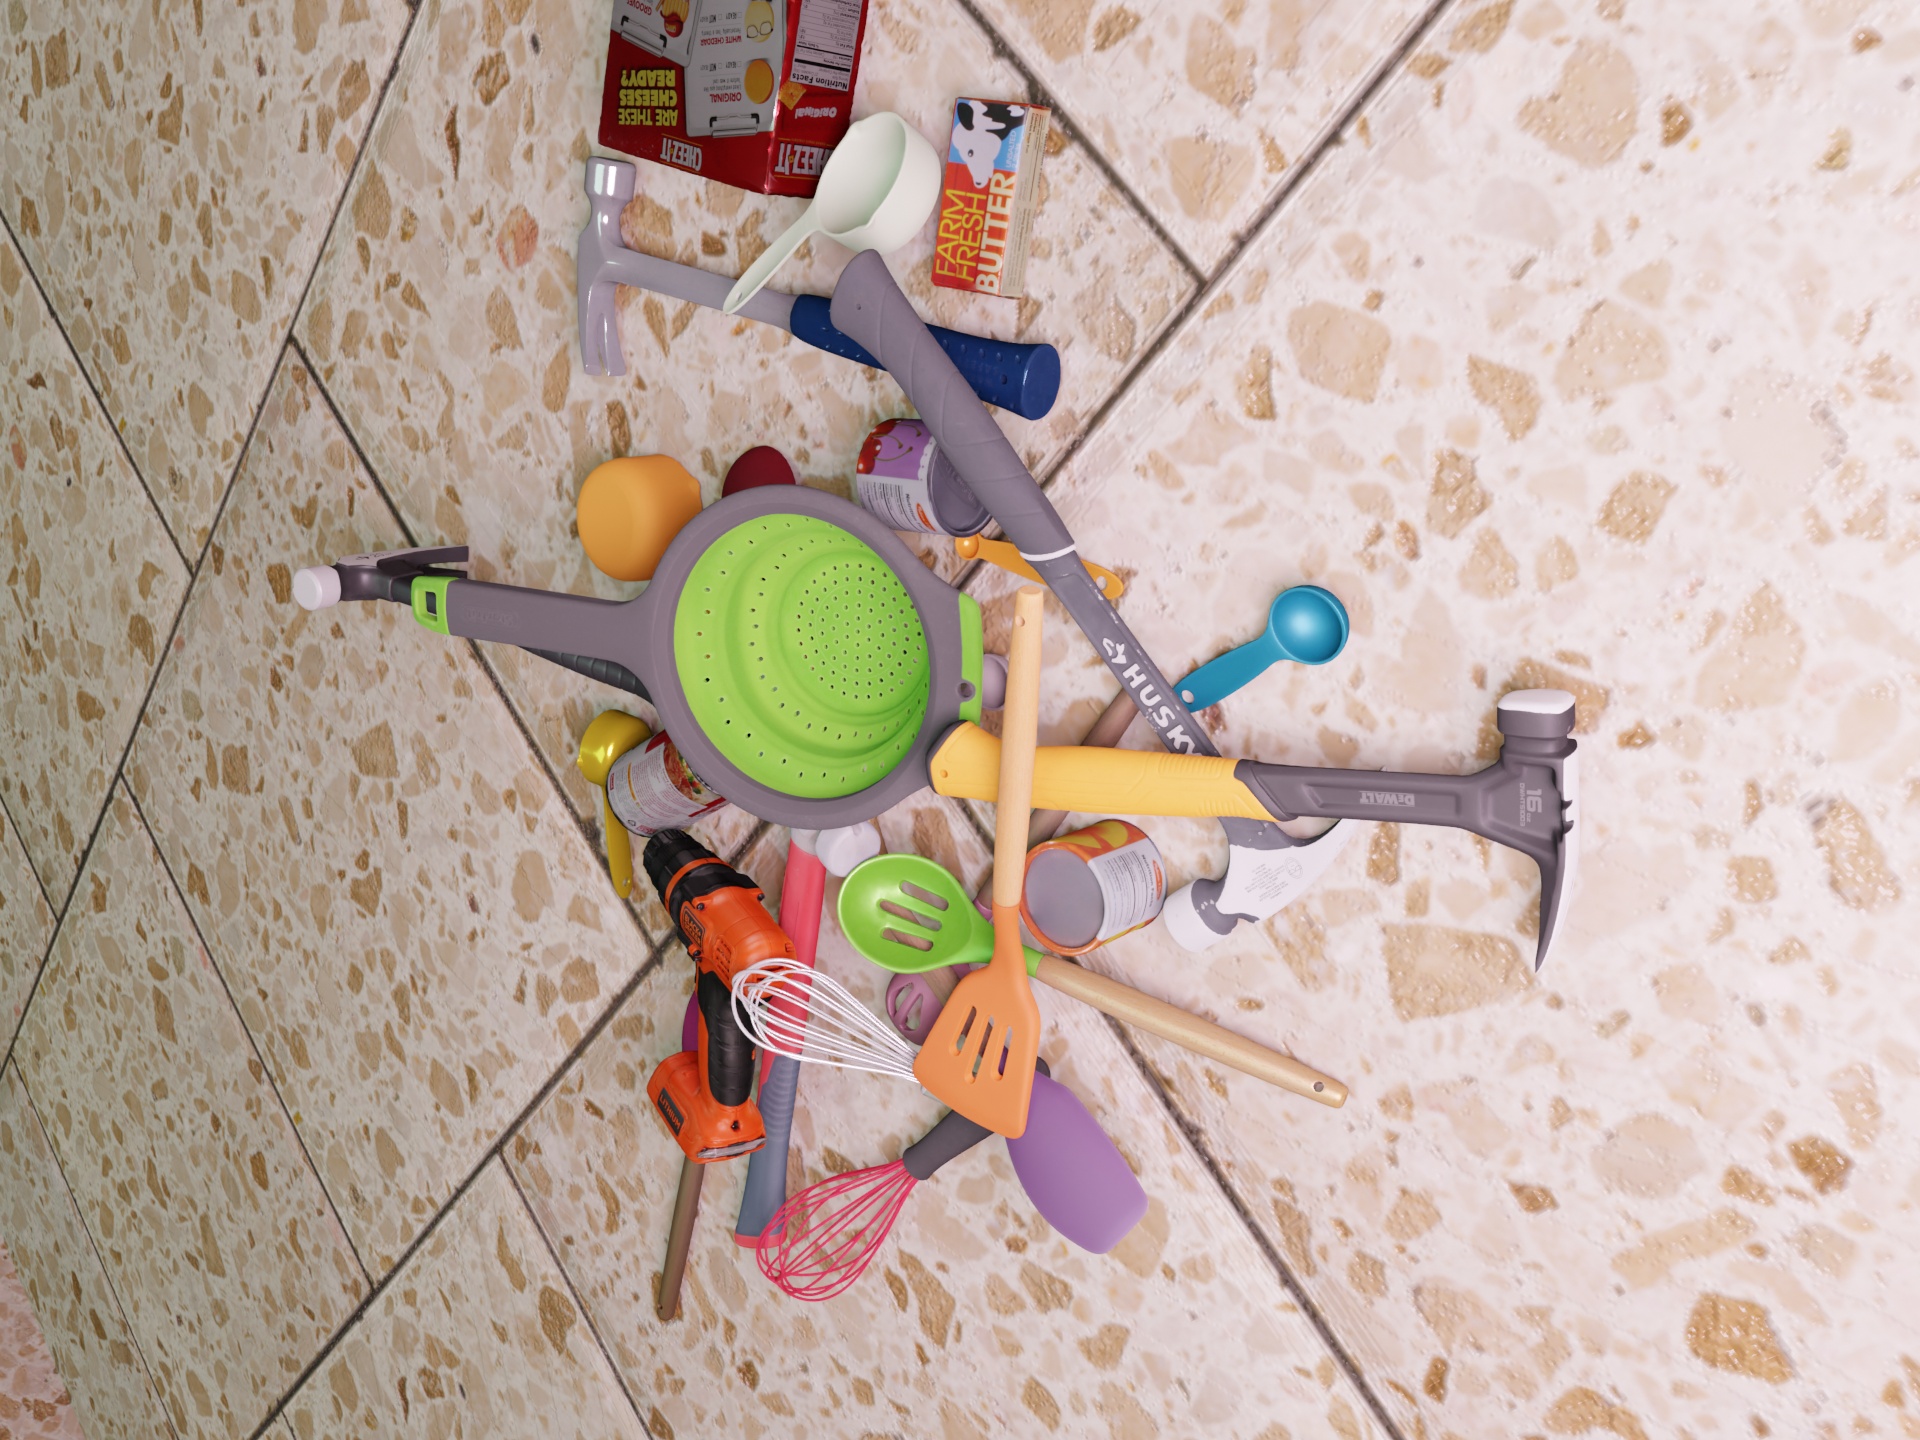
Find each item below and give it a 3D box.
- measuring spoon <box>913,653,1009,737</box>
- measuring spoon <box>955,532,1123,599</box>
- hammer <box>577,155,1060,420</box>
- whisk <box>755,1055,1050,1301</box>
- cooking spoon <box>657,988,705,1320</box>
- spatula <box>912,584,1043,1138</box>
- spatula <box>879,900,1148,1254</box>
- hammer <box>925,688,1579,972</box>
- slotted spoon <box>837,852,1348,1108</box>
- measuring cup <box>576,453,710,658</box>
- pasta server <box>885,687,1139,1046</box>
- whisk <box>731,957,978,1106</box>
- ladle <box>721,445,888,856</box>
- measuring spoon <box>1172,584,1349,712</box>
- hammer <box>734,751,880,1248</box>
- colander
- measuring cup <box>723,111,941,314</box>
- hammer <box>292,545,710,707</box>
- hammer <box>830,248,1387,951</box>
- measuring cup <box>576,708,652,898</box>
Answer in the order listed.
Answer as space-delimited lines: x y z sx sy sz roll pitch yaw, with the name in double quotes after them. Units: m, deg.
-0.002 -0.003 0.971 0.124 0.018 0.034 -41 73 45 "measuring spoon"
0.045 -0.090 0.913 0.117 0.011 0.021 21 112 32 "measuring spoon"
-0.108 -0.249 0.991 0.406 0.035 0.144 25 114 35 "hammer"
-0.039 0.299 1.039 0.295 0.073 0.073 -45 70 30 "whisk"
-0.200 0.330 1.205 0.069 0.017 0.318 29 116 34 "cooking spoon"
0.021 0.079 0.836 0.081 0.041 0.322 25 127 32 "spatula"
0.003 0.176 0.934 0.060 0.018 0.316 -48 53 13 "spatula"
0.130 0.041 0.793 0.337 0.034 0.127 4 108 31 "hammer"
0.068 0.151 0.901 0.314 0.031 0.070 20 82 25 "slotted spoon"
-0.210 -0.102 1.098 0.095 0.052 0.174 -32 76 40 "measuring cup"
0.034 0.088 0.951 0.060 0.040 0.316 46 121 24 "pasta server"
-0.025 0.207 0.947 0.246 0.058 0.059 25 142 -1 "whisk"
-0.095 -0.029 1.035 0.069 0.031 0.315 -21 87 39 "ladle"
0.154 -0.034 0.829 0.042 0.021 0.128 55 139 0 "measuring spoon"
-0.126 0.200 1.084 0.143 0.038 0.386 43 132 47 "hammer"
-0.157 -0.057 0.986 0.397 0.094 0.204 9 108 21 "colander"
-0.076 -0.282 0.929 0.167 0.038 0.083 -32 53 35 "measuring cup"
-0.320 -0.067 1.174 0.335 0.146 0.035 20 112 24 "hammer"
0.060 -0.076 0.835 0.149 0.036 0.409 -38 86 37 "hammer"
-0.247 0.067 1.175 0.029 0.062 0.156 13 119 28 "measuring cup"
